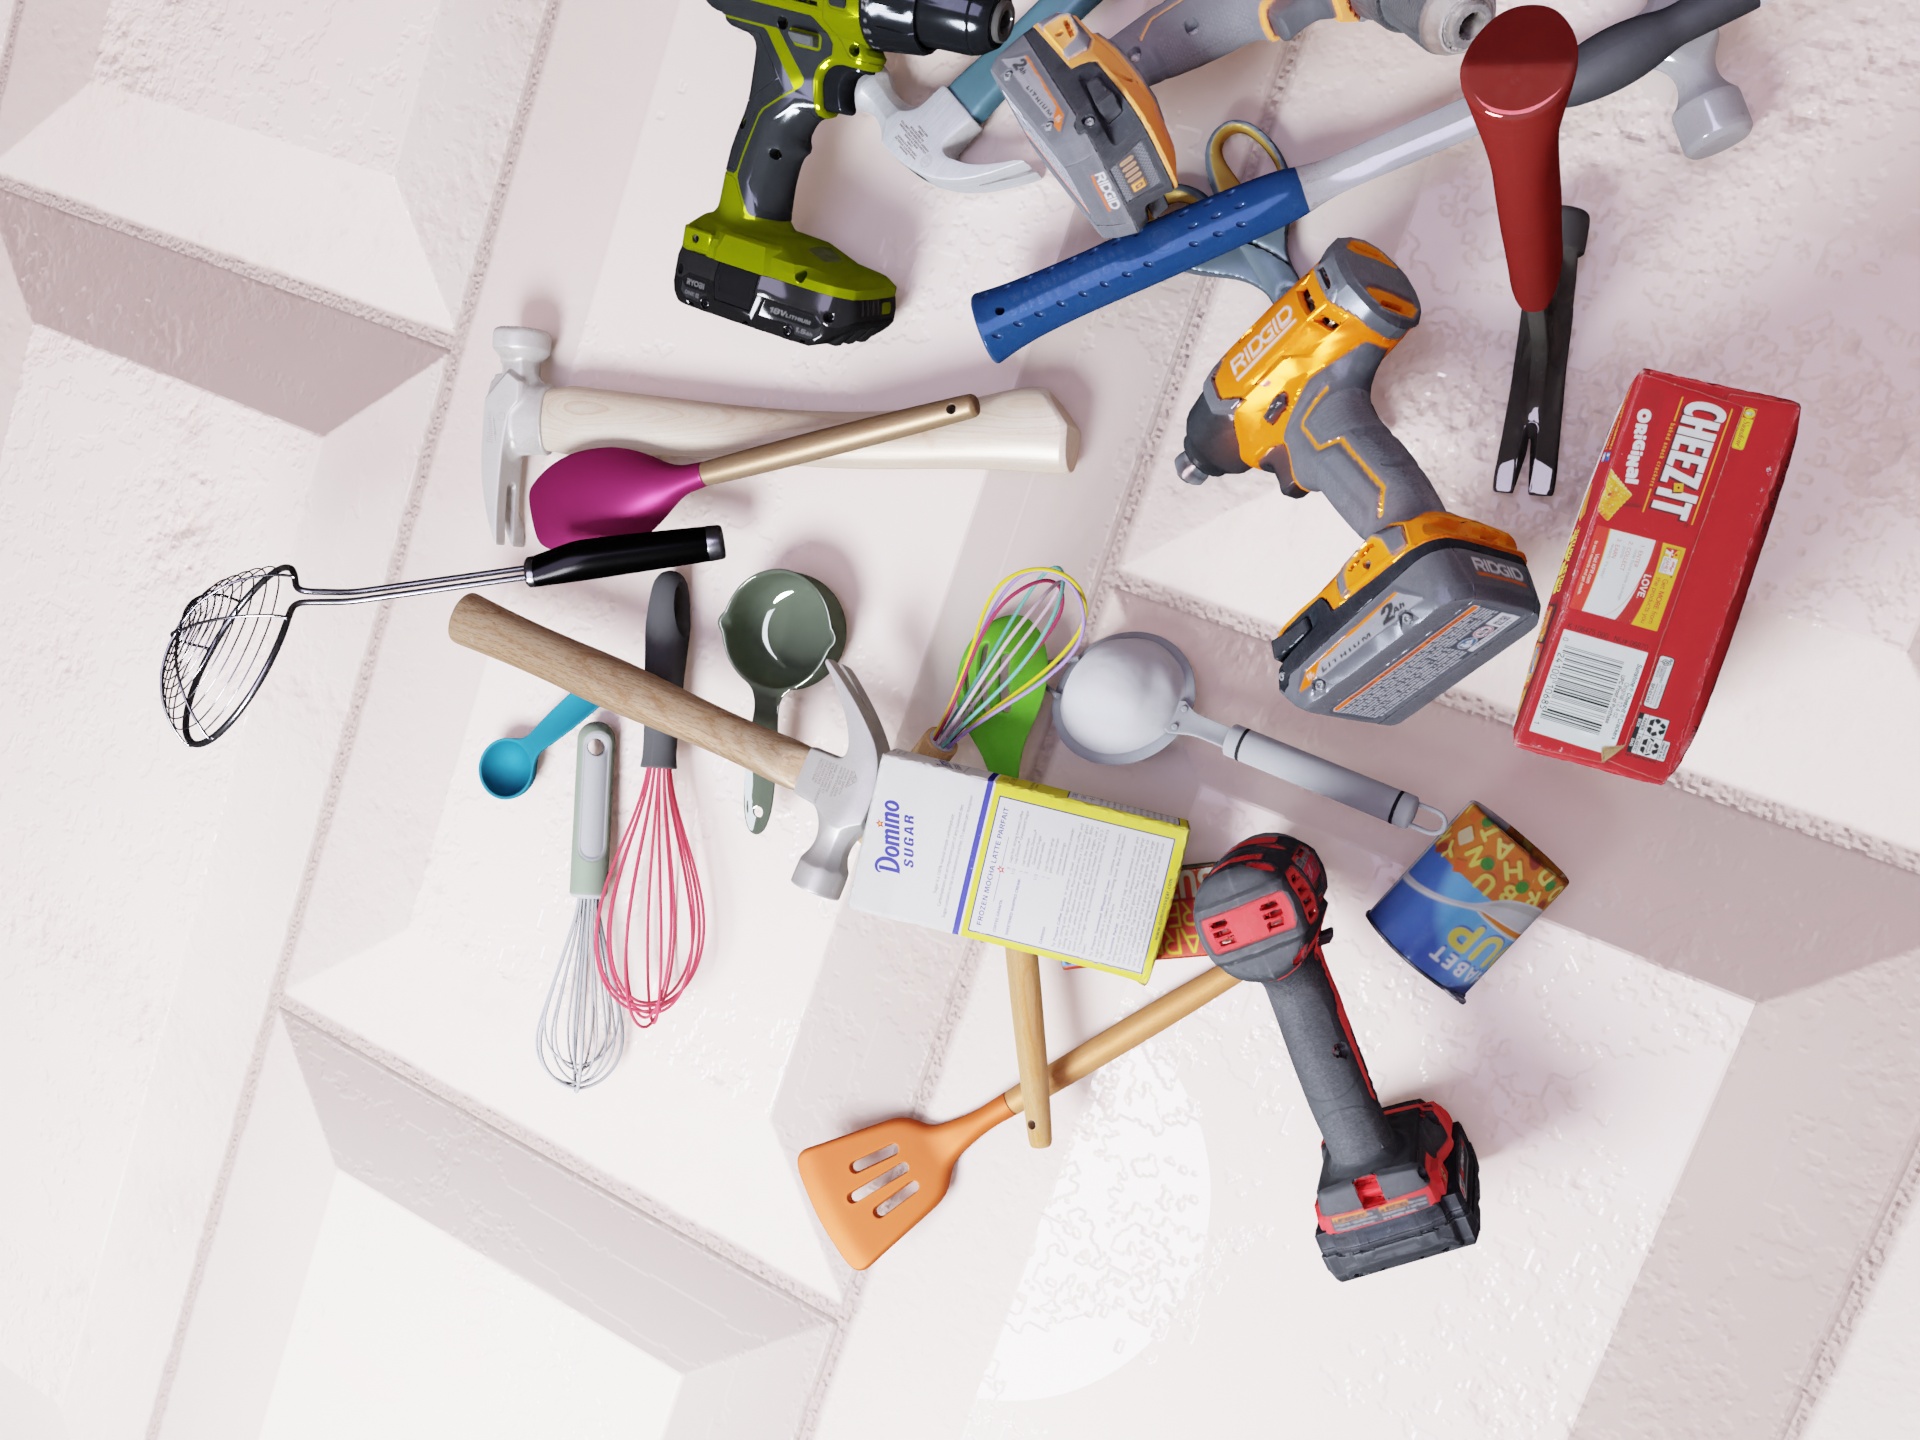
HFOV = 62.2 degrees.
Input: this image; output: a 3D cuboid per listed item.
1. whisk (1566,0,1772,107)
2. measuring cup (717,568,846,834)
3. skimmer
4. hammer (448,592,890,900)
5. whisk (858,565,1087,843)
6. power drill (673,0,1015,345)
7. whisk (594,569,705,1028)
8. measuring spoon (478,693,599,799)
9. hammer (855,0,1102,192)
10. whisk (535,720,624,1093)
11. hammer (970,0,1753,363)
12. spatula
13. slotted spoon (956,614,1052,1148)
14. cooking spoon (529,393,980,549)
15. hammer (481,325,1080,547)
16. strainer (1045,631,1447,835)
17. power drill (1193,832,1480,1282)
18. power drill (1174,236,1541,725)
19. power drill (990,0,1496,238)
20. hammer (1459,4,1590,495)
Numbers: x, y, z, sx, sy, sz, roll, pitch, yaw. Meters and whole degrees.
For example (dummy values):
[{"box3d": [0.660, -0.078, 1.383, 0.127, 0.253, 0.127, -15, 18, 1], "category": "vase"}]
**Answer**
[{"box3d": [0.414, -0.369, 0.751, 0.284, 0.070, 0.070, -24, 83, 21], "category": "whisk"}, {"box3d": [-0.113, -0.012, 1.005, 0.083, 0.038, 0.167, 9, 97, 21], "category": "measuring cup"}, {"box3d": [-0.326, -0.064, 1.008, 0.363, 0.090, 0.127, -9, 47, -4], "category": "skimmer"}, {"box3d": [-0.187, -0.013, 0.989, 0.331, 0.031, 0.130, 23, 90, 22], "category": "hammer"}, {"box3d": [-0.003, -0.004, 0.921, 0.245, 0.047, 0.051, -52, 39, 38], "category": "whisk"}, {"box3d": [-0.076, -0.342, 0.927, 0.191, 0.080, 0.228, 23, 115, 19], "category": "power drill"}, {"box3d": [-0.196, 0.050, 1.028, 0.073, 0.073, 0.296, 2, 87, 21], "category": "whisk"}, {"box3d": [-0.273, 0.006, 1.082, 0.128, 0.021, 0.042, -39, 77, 8], "category": "measuring spoon"}, {"box3d": [0.085, -0.440, 0.919, 0.331, 0.033, 0.128, -40, 77, 17], "category": "hammer"}, {"box3d": [-0.248, 0.123, 1.056, 0.057, 0.059, 0.246, 3, 88, -17], "category": "whisk"}, {"box3d": [0.194, -0.298, 0.863, 0.405, 0.035, 0.144, -20, 84, 16], "category": "hammer"}, {"box3d": [0.047, 0.218, 0.945, 0.322, 0.041, 0.081, -35, 75, 17], "category": "spatula"}, {"box3d": [0.033, 0.092, 0.936, 0.070, 0.031, 0.314, -10, 83, 41], "category": "slotted spoon"}, {"box3d": [-0.136, -0.158, 0.982, 0.319, 0.017, 0.069, -10, 93, 22], "category": "cooking spoon"}, {"box3d": [-0.126, -0.171, 1.006, 0.411, 0.038, 0.146, 6, 95, 21], "category": "hammer"}, {"box3d": [0.147, 0.007, 0.884, 0.258, 0.050, 0.087, 24, 75, 25], "category": "strainer"}, {"box3d": [0.194, 0.164, 0.840, 0.078, 0.143, 0.219, -24, 89, 19], "category": "power drill"}, {"box3d": [0.189, -0.114, 0.822, 0.164, 0.084, 0.227, -44, 49, 43], "category": "power drill"}, {"box3d": [0.147, -0.351, 0.828, 0.226, 0.084, 0.186, -33, 50, 9], "category": "power drill"}, {"box3d": [0.246, -0.197, 0.686, 0.037, 0.359, 0.149, 8, 91, 21], "category": "hammer"}]
